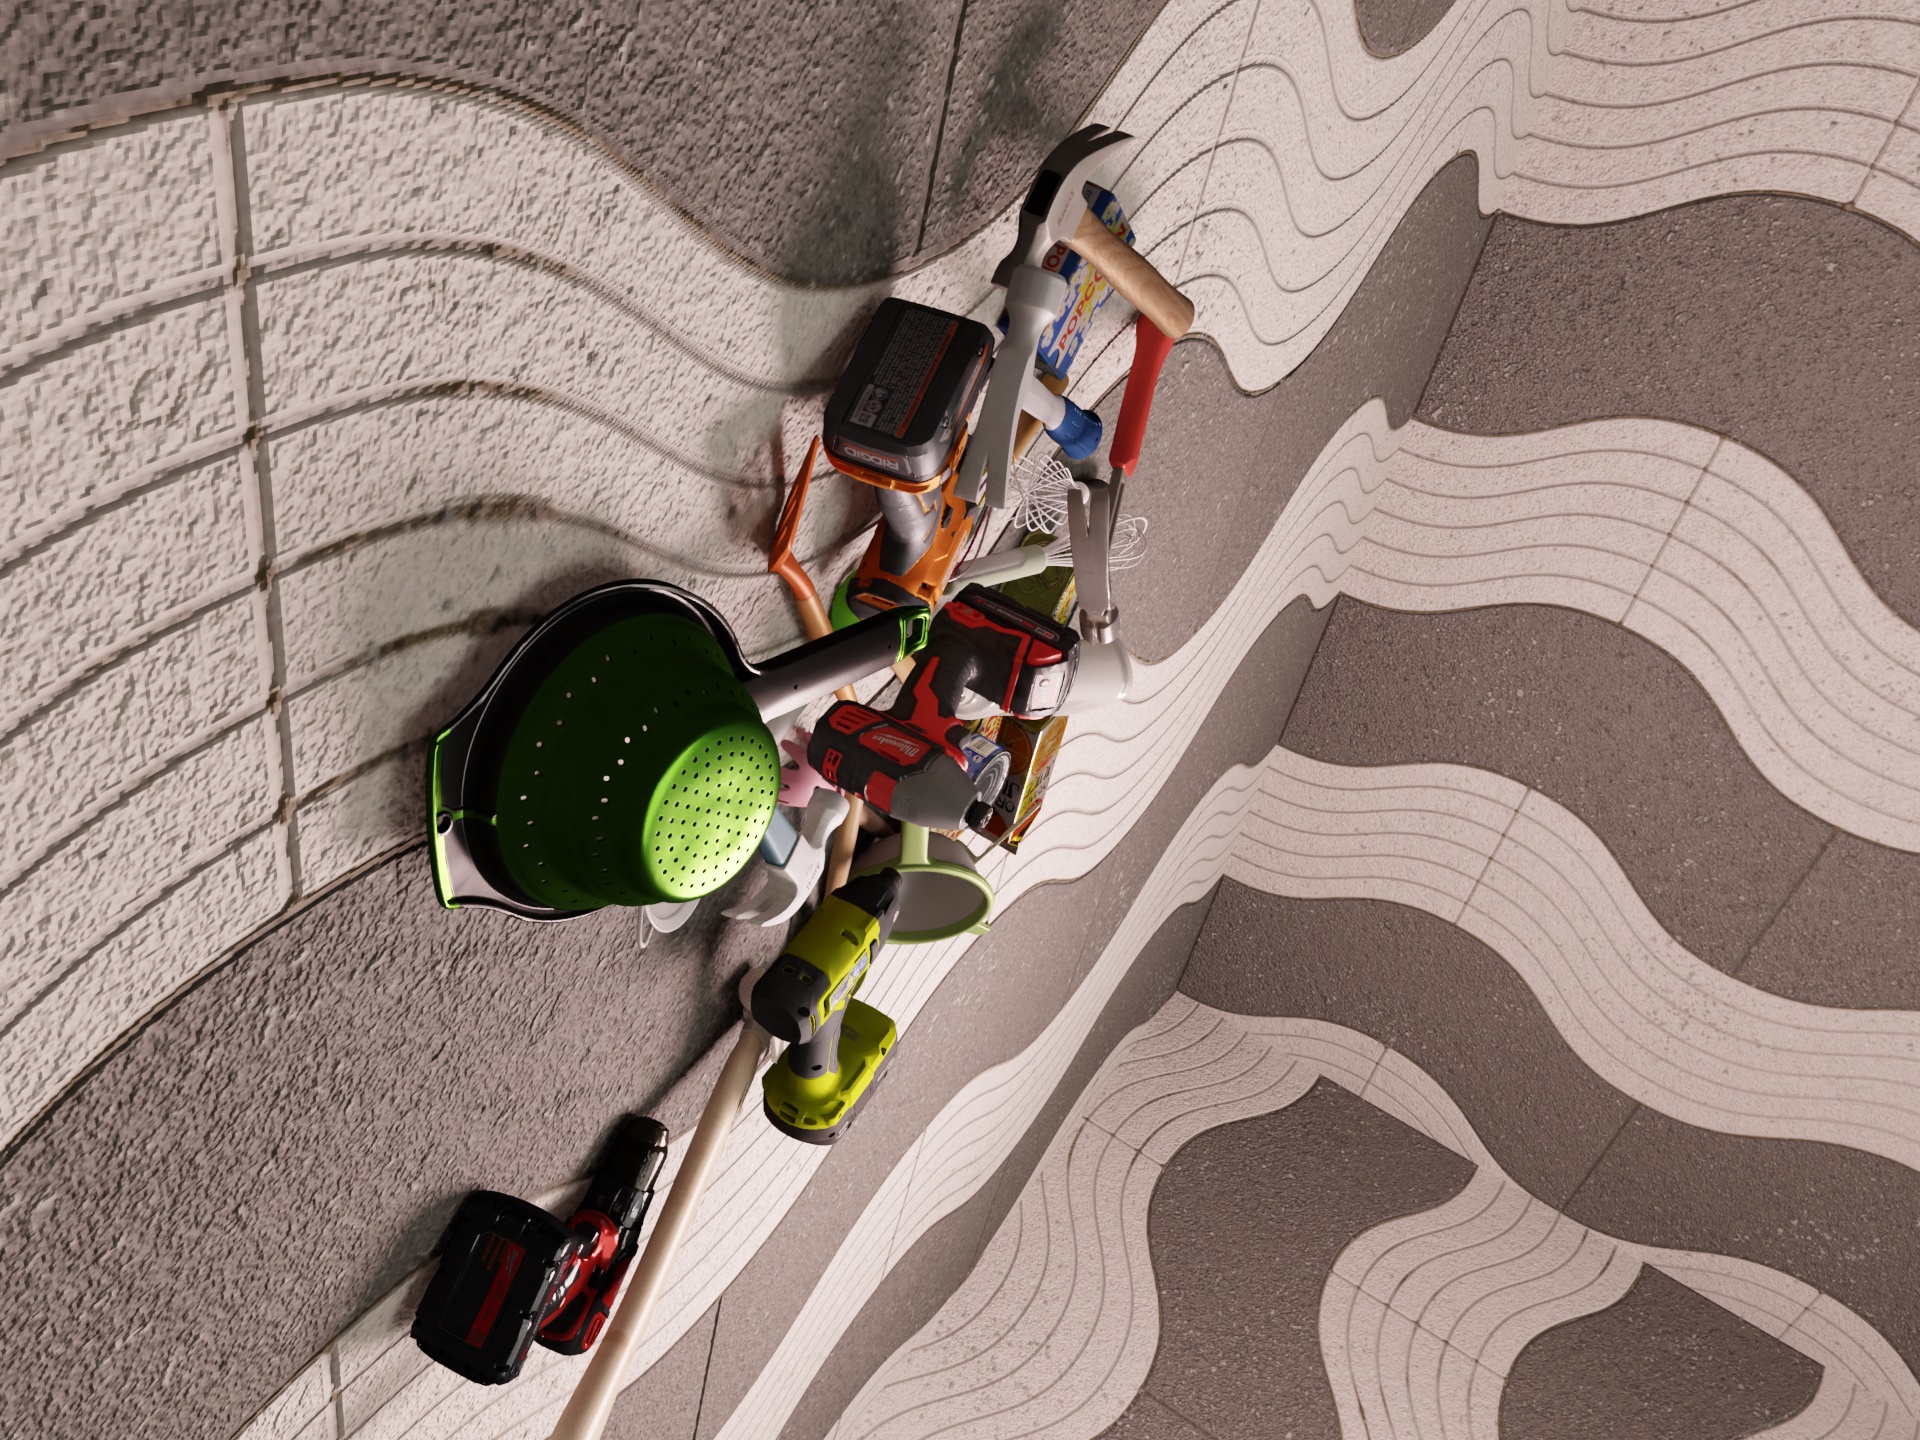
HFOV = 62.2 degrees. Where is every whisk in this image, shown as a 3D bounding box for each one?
[{"bbox_3d":[0.072,-0.140,1.361,0.246,0.058,0.059,-18,154,-38],"label":"whisk"},{"bbox_3d":[0.093,-0.202,1.410,0.070,0.070,0.284,-66,166,15],"label":"whisk"},{"bbox_3d":[0.023,-0.191,1.251,0.047,0.051,0.245,52,57,-33],"label":"whisk"}]

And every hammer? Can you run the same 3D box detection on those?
[{"bbox_3d":[0.136,-0.235,1.303,0.149,0.037,0.359,80,20,-46],"label":"hammer"},{"bbox_3d":[0.119,-0.340,1.176,0.130,0.031,0.331,-65,159,10],"label":"hammer"},{"bbox_3d":[0.063,-0.218,1.146,0.405,0.035,0.144,-25,132,-78],"label":"hammer"},{"bbox_3d":[-0.229,0.406,1.284,0.146,0.038,0.411,95,14,-52],"label":"hammer"},{"bbox_3d":[-0.150,0.027,1.031,0.330,0.033,0.128,69,39,-54],"label":"hammer"}]

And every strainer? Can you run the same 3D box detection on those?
[{"bbox_3d":[-0.044,0.112,1.406,0.256,0.151,0.069,95,-8,-54],"label":"strainer"},{"bbox_3d":[-0.166,0.051,1.099,0.258,0.050,0.086,-56,149,-35],"label":"strainer"}]

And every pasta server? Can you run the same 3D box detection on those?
[{"bbox_3d":[-0.098,0.068,1.333,0.060,0.040,0.316,-59,166,-6],"label":"pasta server"}]

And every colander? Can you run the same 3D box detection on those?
[{"bbox_3d":[-0.116,0.007,0.925,0.397,0.095,0.204,-27,132,-47],"label":"colander"}]

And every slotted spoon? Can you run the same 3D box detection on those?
[{"bbox_3d":[-0.047,-0.049,1.296,0.070,0.031,0.313,-56,163,-8],"label":"slotted spoon"}]

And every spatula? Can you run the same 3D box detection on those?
[{"bbox_3d":[-0.094,-0.076,1.093,0.322,0.041,0.081,75,24,-64],"label":"spatula"}]

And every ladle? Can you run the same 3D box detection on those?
[{"bbox_3d":[-0.097,0.144,1.338,0.078,0.062,0.320,-30,154,-30],"label":"ladle"}]

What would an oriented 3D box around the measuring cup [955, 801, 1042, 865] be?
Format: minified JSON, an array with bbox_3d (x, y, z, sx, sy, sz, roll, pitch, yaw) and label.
[{"bbox_3d":[0.010,0.122,1.586,0.167,0.038,0.083,-41,180,17],"label":"measuring cup"}]

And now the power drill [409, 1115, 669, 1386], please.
[{"bbox_3d":[-0.296,0.390,1.189,0.226,0.080,0.188,54,59,-74],"label":"power drill"}]

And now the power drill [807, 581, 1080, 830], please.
[{"bbox_3d":[-0.002,-0.004,1.208,0.220,0.143,0.078,-47,158,-43],"label":"power drill"}]

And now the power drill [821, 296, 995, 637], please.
[{"bbox_3d":[-0.026,-0.176,1.071,0.226,0.084,0.164,89,22,-63],"label":"power drill"}]

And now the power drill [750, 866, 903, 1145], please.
[{"bbox_3d":[-0.103,0.236,1.321,0.171,0.080,0.223,-49,156,-39],"label":"power drill"}]
